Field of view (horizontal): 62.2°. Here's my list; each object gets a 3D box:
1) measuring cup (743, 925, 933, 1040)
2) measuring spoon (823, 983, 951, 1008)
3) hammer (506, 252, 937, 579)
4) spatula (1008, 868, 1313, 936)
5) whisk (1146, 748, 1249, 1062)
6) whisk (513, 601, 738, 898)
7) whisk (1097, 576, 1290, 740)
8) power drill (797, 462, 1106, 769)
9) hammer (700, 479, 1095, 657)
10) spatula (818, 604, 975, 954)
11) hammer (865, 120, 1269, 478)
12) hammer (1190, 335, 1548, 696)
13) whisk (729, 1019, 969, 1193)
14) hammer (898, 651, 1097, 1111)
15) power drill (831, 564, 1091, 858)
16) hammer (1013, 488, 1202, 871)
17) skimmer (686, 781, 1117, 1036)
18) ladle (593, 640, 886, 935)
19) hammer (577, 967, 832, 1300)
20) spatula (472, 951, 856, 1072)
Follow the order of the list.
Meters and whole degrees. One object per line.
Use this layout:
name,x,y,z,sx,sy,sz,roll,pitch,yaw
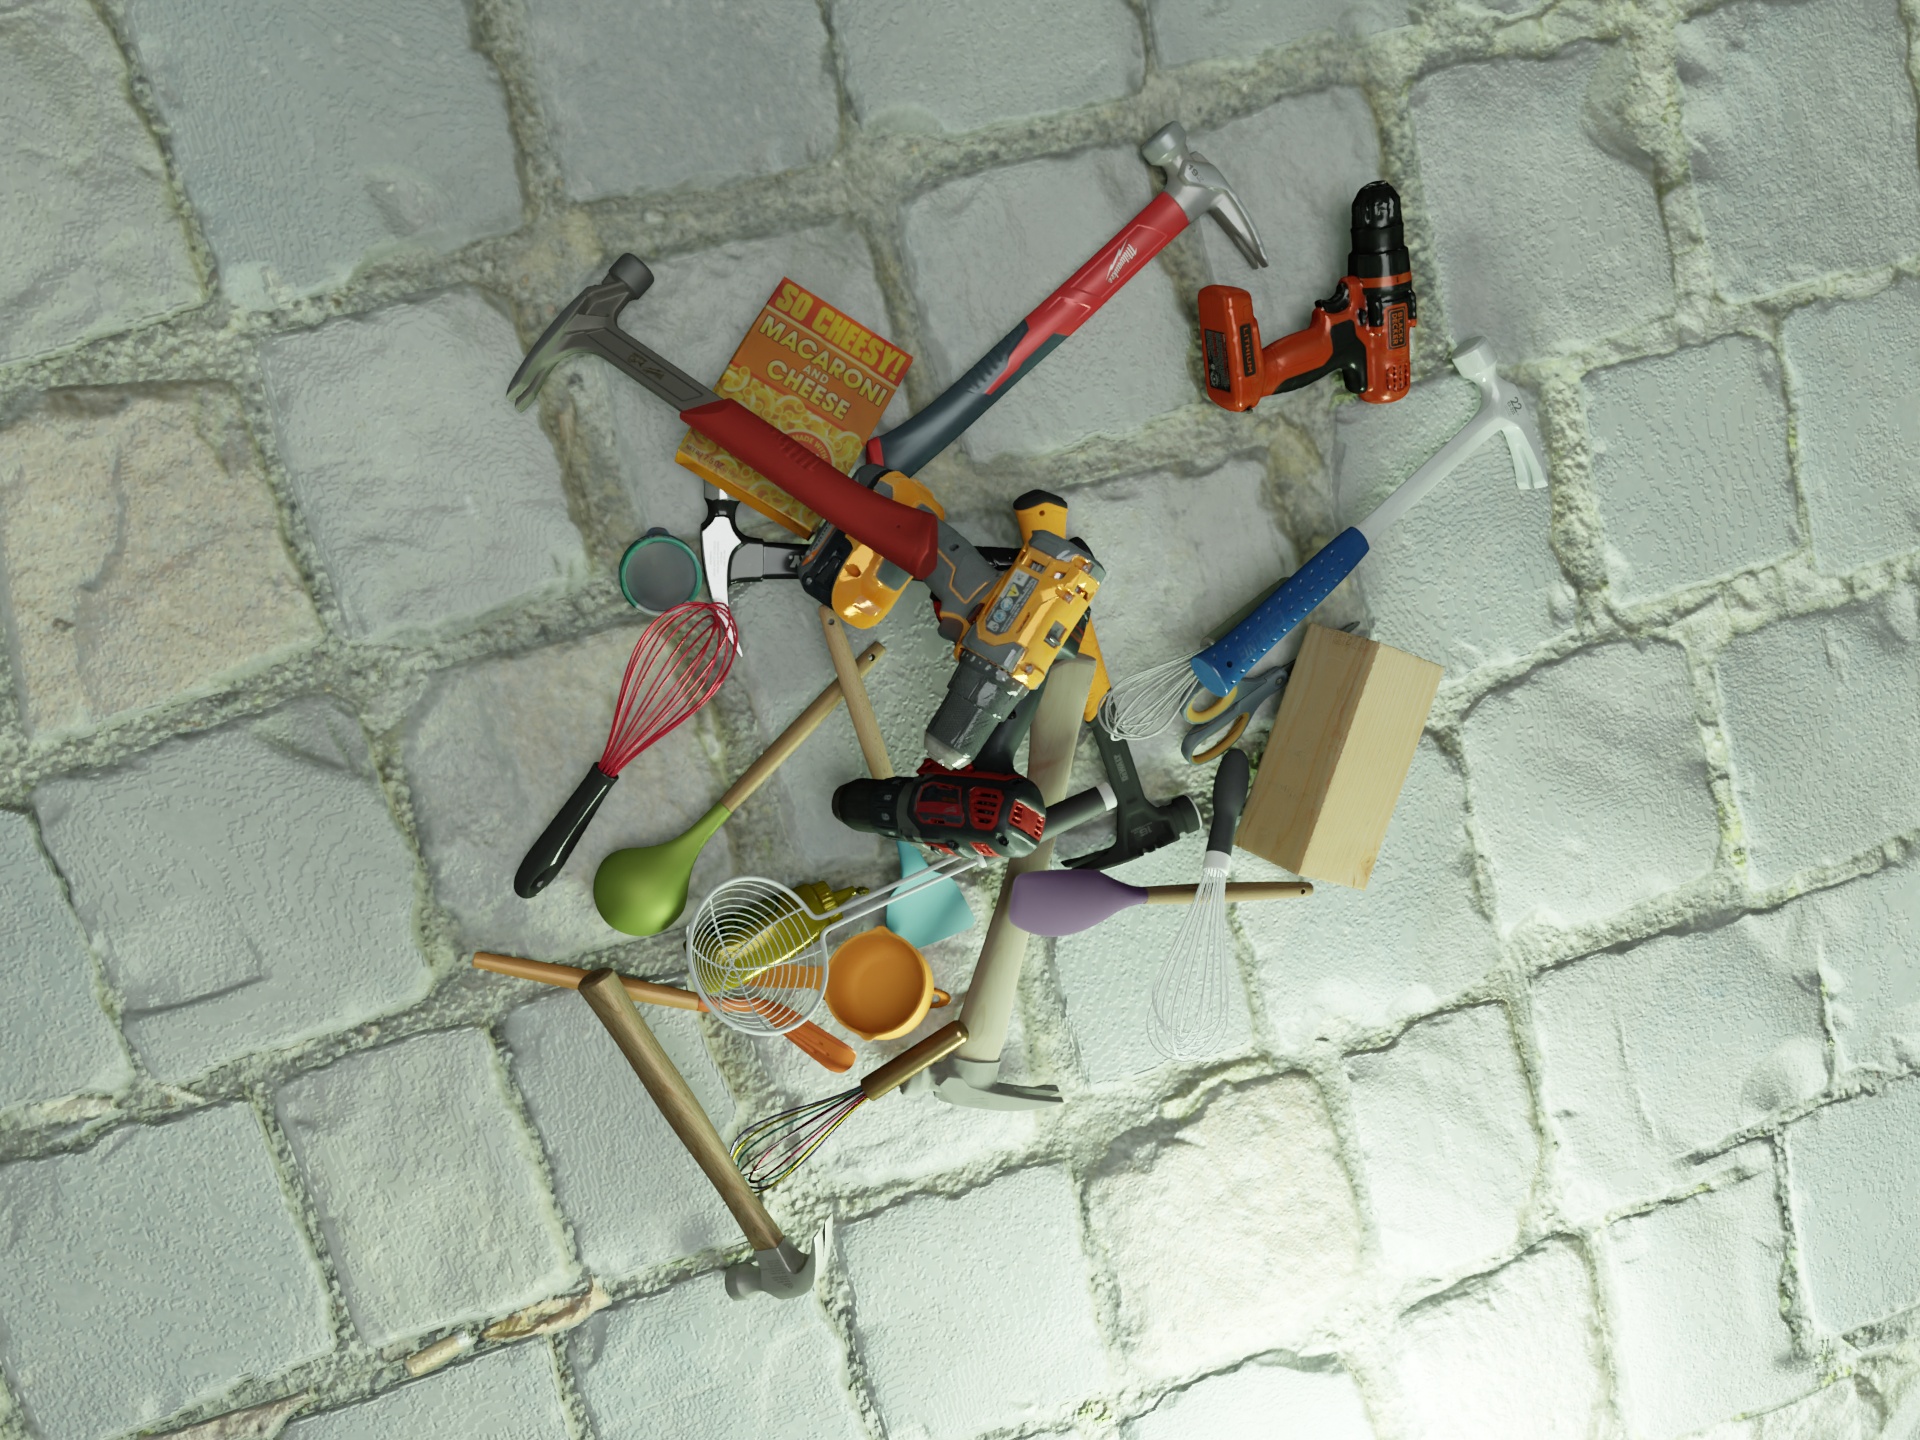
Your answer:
measuring cup,-0.106,0.222,1.345,0.173,0.052,0.095,2,73,15
measuring spoon,-0.064,0.239,1.378,0.117,0.011,0.021,6,97,-13
hammer,-0.168,-0.207,1.188,0.359,0.036,0.149,36,82,15
spatula,0.179,0.153,1.374,0.315,0.018,0.059,1,104,-28
whisk,0.213,0.152,1.349,0.070,0.070,0.285,22,66,-15
whisk,-0.273,0.024,1.269,0.073,0.073,0.296,33,100,-15
whisk,0.207,-0.055,1.344,0.246,0.059,0.057,-36,147,-27
power drill,-0.021,-0.081,1.197,0.185,0.226,0.084,-59,144,0
hammer,-0.046,-0.124,1.317,0.334,0.035,0.146,0,98,-13
spatula,-0.066,0.052,1.326,0.082,0.044,0.317,-19,104,-7
hammer,0.080,-0.312,1.315,0.386,0.038,0.143,-43,106,-3
hammer,0.351,-0.157,1.355,0.405,0.035,0.144,-41,106,-18
whisk,-0.095,0.328,1.347,0.245,0.047,0.051,-34,113,8
hammer,0.060,0.142,1.346,0.146,0.038,0.410,10,105,-13
power drill,-0.002,-0.004,1.248,0.080,0.188,0.227,33,66,-48
hammer,0.102,-0.031,1.341,0.127,0.034,0.336,-22,110,-9
skimmer,-0.039,0.130,1.255,0.363,0.090,0.127,-24,85,-5
ladle,-0.178,0.051,1.317,0.078,0.062,0.320,46,80,-13
hammer,-0.213,0.343,1.310,0.130,0.031,0.331,-20,107,31
spatula,-0.244,0.238,1.321,0.322,0.081,0.041,13,63,-10
